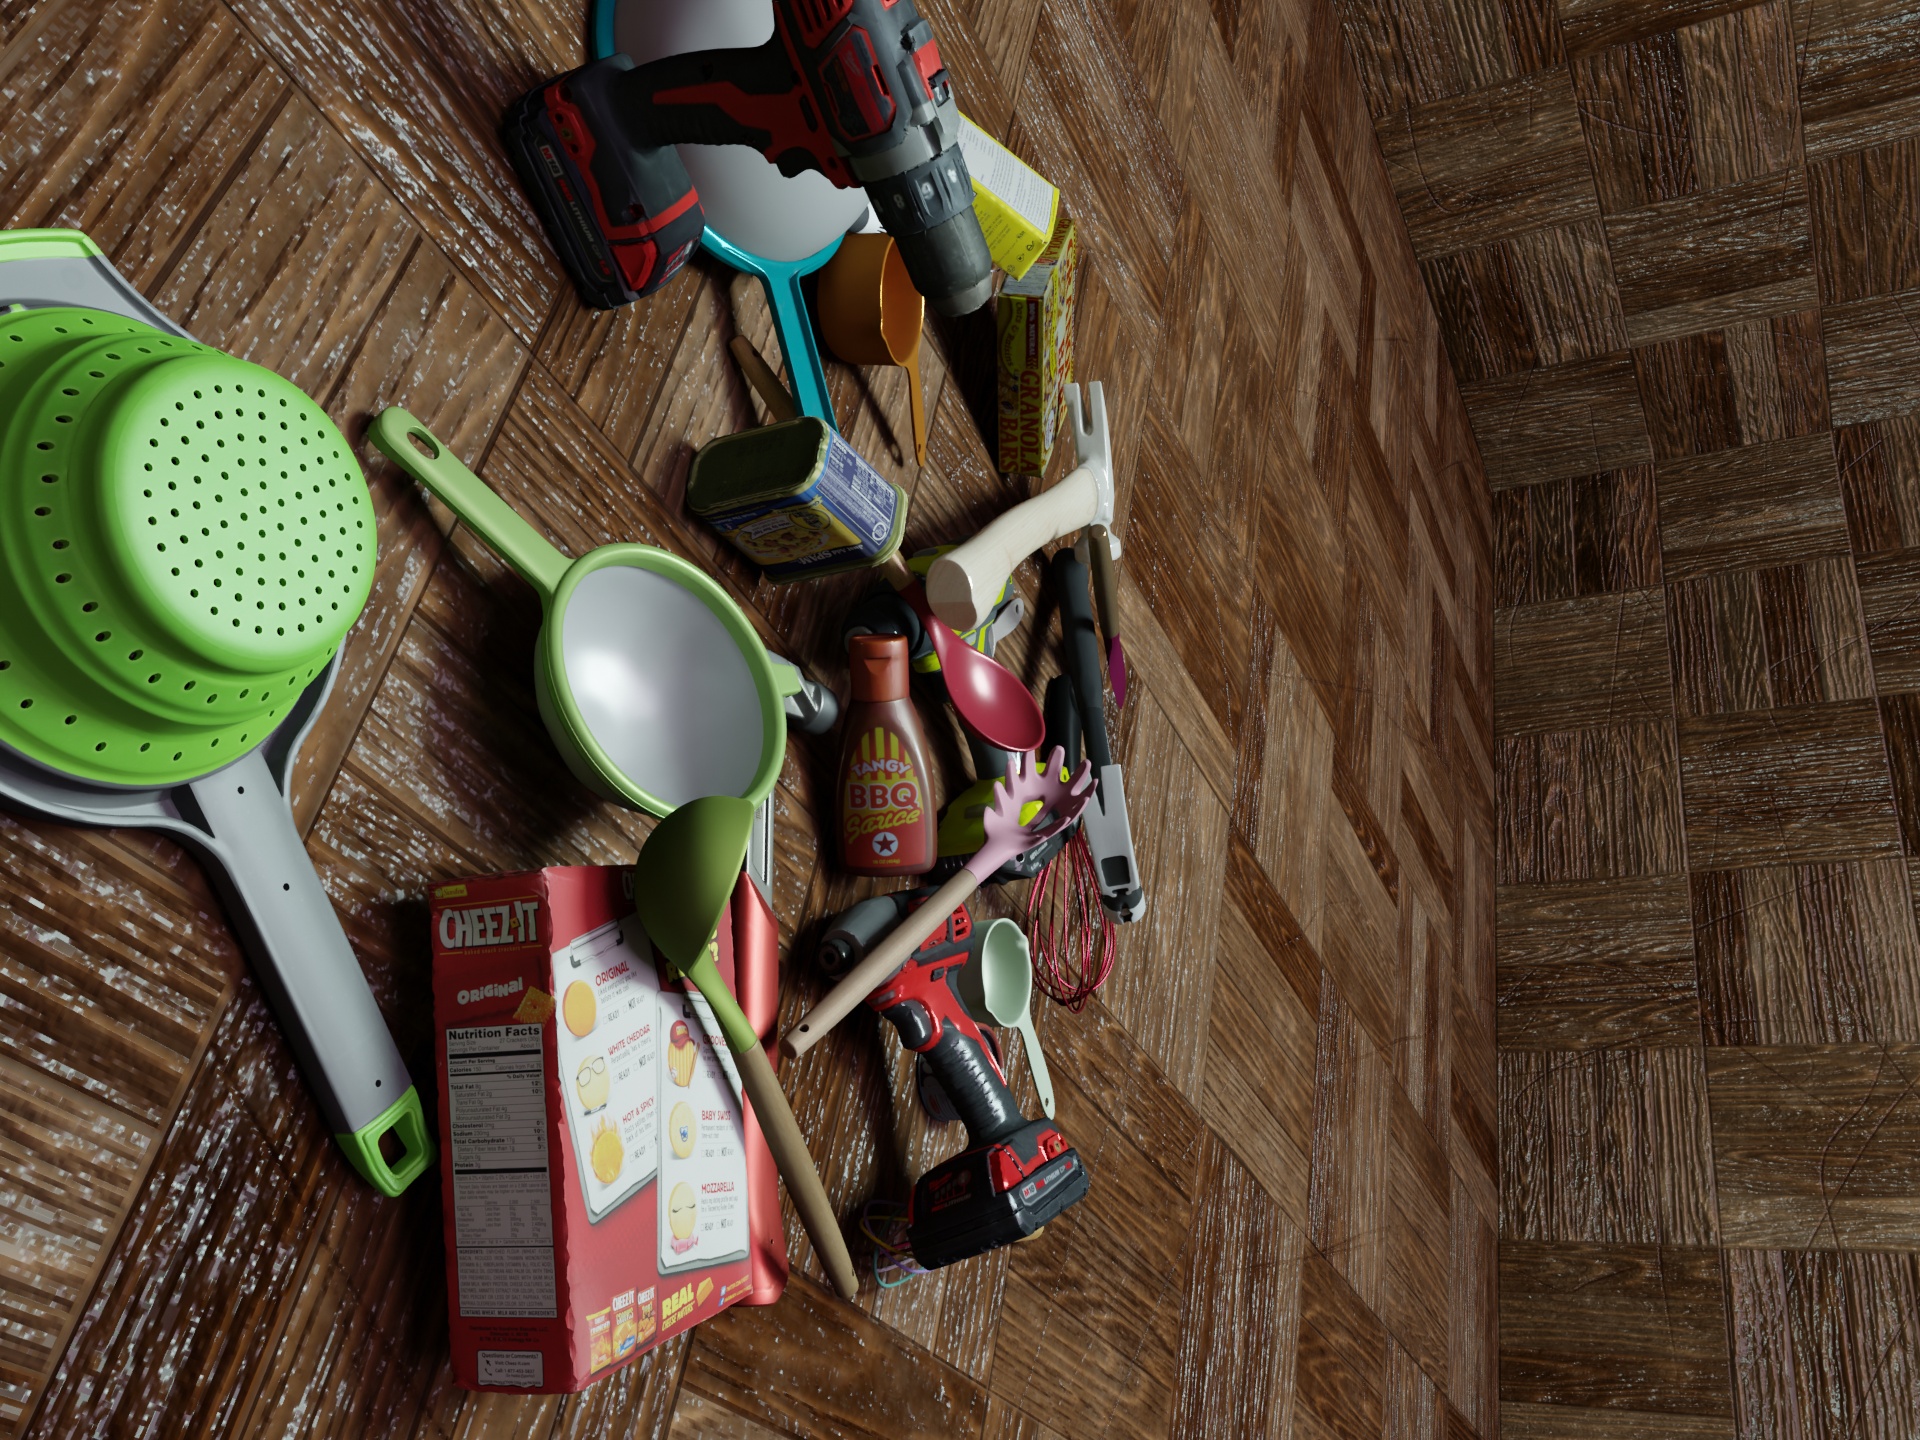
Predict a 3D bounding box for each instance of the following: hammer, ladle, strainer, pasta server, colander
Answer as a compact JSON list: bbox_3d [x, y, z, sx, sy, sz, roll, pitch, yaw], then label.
[{"bbox_3d":[0.051,-0.149,1.127,0.411,0.038,0.146,-44,130,-66],"label":"hammer"},{"bbox_3d":[-0.048,-0.106,0.997,0.315,0.031,0.069,55,36,-10],"label":"ladle"},{"bbox_3d":[0.100,-0.017,1.238,0.146,0.035,0.335,73,9,-46],"label":"hammer"},{"bbox_3d":[-0.086,0.173,0.771,0.078,0.062,0.319,-91,168,-58],"label":"ladle"},{"bbox_3d":[-0.091,-0.317,0.942,0.211,0.095,0.340,-14,90,-53],"label":"strainer"},{"bbox_3d":[-0.196,-0.043,0.773,0.256,0.069,0.152,46,37,-23],"label":"strainer"},{"bbox_3d":[-0.009,0.104,0.965,0.316,0.060,0.040,-39,149,-48],"label":"pasta server"},{"bbox_3d":[-0.121,0.134,0.880,0.149,0.037,0.359,25,61,-58],"label":"hammer"},{"bbox_3d":[-0.257,0.008,0.592,0.204,0.094,0.397,-45,122,-56],"label":"colander"}]

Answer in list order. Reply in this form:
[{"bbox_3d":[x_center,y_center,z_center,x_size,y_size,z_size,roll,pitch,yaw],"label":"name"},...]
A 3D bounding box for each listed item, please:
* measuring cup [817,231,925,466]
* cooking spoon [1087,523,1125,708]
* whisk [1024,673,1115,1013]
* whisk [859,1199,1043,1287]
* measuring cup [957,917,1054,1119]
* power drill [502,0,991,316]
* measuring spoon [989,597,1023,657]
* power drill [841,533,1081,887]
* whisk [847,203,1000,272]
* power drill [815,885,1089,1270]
[{"bbox_3d":[-0.057,-0.251,1.095,0.095,0.052,0.173,-68,158,-45],"label":"measuring cup"},{"bbox_3d":[0.119,-0.082,1.271,0.318,0.017,0.069,66,14,-69],"label":"cooking spoon"},{"bbox_3d":[0.084,0.091,1.260,0.073,0.073,0.296,44,39,-49],"label":"whisk"},{"bbox_3d":[0.003,0.341,1.052,0.244,0.047,0.051,29,57,-60],"label":"whisk"},{"bbox_3d":[0.031,0.219,1.142,0.083,0.038,0.167,-51,129,-54],"label":"measuring cup"},{"bbox_3d":[-0.100,-0.279,0.821,0.187,0.227,0.080,65,32,-28],"label":"power drill"},{"bbox_3d":[0.026,-0.074,1.240,0.124,0.018,0.034,-46,130,-64],"label":"measuring spoon"},{"bbox_3d":[-0.002,-0.004,1.099,0.190,0.080,0.228,-39,114,-59],"label":"power drill"},{"bbox_3d":[-0.050,-0.350,1.124,0.284,0.070,0.070,-13,95,-58],"label":"whisk"},{"bbox_3d":[-0.014,0.210,0.976,0.143,0.078,0.220,-1,65,-63],"label":"power drill"}]
